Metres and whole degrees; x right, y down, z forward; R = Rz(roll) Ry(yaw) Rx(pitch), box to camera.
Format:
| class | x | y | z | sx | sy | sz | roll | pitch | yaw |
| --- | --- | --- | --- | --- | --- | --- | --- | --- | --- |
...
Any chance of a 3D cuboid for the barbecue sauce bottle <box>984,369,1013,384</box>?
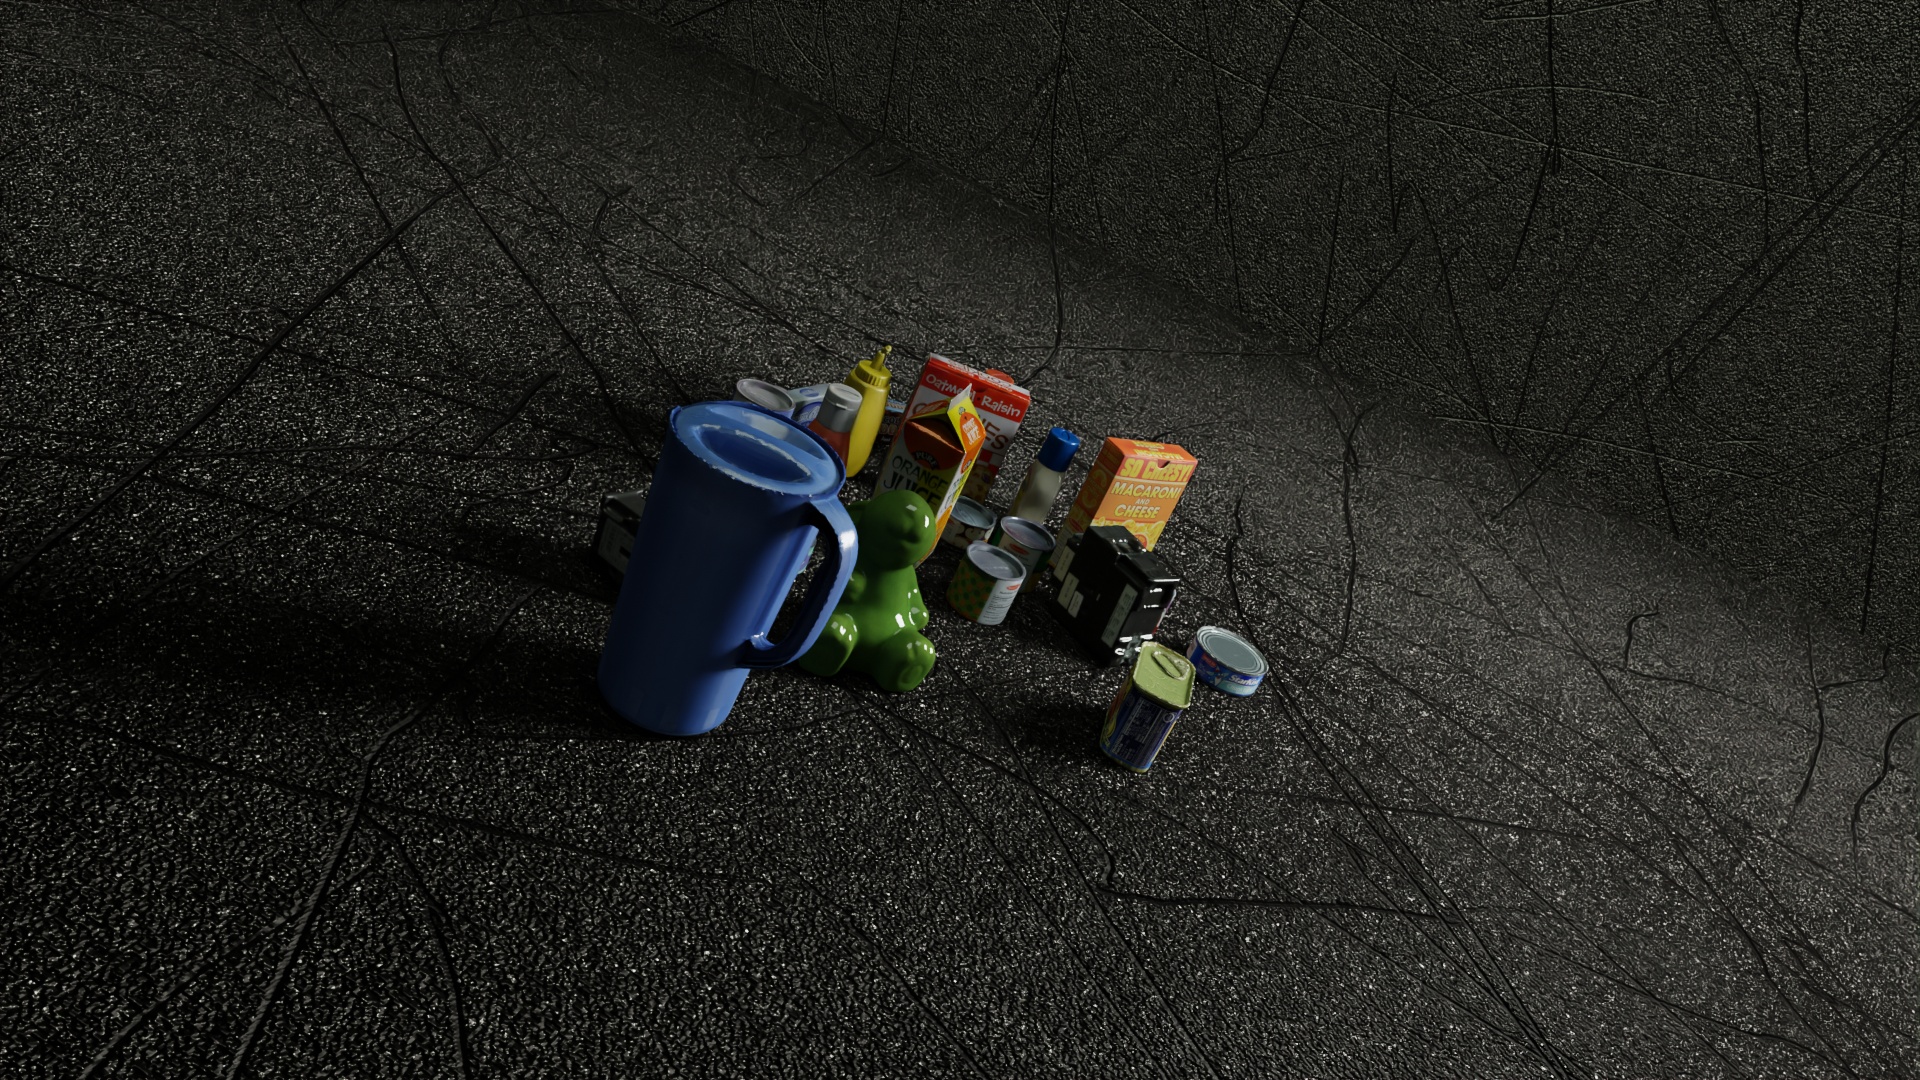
| class | x | y | z | sx | sy | sz | roll | pitch | yaw |
| --- | --- | --- | --- | --- | --- | --- | --- | --- | --- |
| barbecue sauce bottle | 0.018 | -0.130 | 1.650 | 0.044 | 0.148 | 0.065 | 40 | 29 | 31 |

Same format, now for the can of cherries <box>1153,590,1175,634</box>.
| class | x | y | z | sx | sy | sz | roll | pitch | yaw |
| --- | --- | --- | --- | --- | --- | --- | --- | --- | --- |
| can of cherries | 0.195 | 0.069 | 1.524 | 0.071 | 0.058 | 0.072 | 20 | 25 | -10 |

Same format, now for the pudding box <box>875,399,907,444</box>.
| class | x | y | z | sx | sy | sz | roll | pitch | yaw |
| --- | --- | --- | --- | --- | --- | --- | --- | --- | --- |
| pudding box | -0.087 | -0.146 | 1.701 | 0.084 | 0.049 | 0.030 | 13 | 27 | -24 |

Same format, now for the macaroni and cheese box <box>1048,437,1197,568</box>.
| class | x | y | z | sx | sy | sz | roll | pitch | yaw |
| --- | --- | --- | --- | --- | --- | --- | --- | --- | --- |
| macaroni and cheese box | 0.185 | -0.033 | 1.589 | 0.124 | 0.165 | 0.040 | 2 | 33 | -40 |

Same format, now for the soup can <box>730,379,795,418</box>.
| class | x | y | z | sx | sy | sz | roll | pitch | yaw |
| --- | --- | --- | --- | --- | --- | --- | --- | --- | --- |
| soup can | -0.220 | -0.121 | 1.491 | 0.071 | 0.083 | 0.071 | 20 | 25 | -10 |

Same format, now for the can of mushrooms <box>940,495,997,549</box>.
| class | x | y | z | sx | sy | sz | roll | pitch | yaw |
| --- | --- | --- | --- | --- | --- | --- | --- | --- | --- |
| can of mushrooms | 0.006 | -0.020 | 1.556 | 0.071 | 0.033 | 0.071 | 20 | 25 | -10 |

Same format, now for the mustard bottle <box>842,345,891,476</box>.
| class | x | y | z | sx | sy | sz | roll | pitch | yaw |
| --- | --- | --- | --- | --- | --- | --- | --- | --- | --- |
| mustard bottle | -0.114 | -0.150 | 1.553 | 0.049 | 0.159 | 0.065 | 3 | 32 | -39 |

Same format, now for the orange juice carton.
| class | x | y | z | sx | sy | sz | roll | pitch | yaw |
| --- | --- | --- | --- | --- | --- | --- | --- | --- | --- |
| orange juice carton | -0.035 | -0.071 | 1.430 | 0.073 | 0.191 | 0.072 | 28 | 25 | 8 |

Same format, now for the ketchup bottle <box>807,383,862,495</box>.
| class | x | y | z | sx | sy | sz | roll | pitch | yaw |
| --- | --- | --- | --- | --- | --- | --- | --- | --- | --- |
| ketchup bottle | -0.143 | -0.087 | 1.417 | 0.065 | 0.148 | 0.044 | 20 | 25 | -11 |

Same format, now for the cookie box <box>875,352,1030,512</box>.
| class | x | y | z | sx | sy | sz | roll | pitch | yaw |
| --- | --- | --- | --- | --- | --- | --- | --- | --- | --- |
| cookie box | -0.010 | -0.113 | 1.567 | 0.123 | 0.166 | 0.040 | 20 | 25 | -10 |

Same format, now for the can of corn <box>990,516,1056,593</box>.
| class | x | y | z | sx | sy | sz | roll | pitch | yaw |
| --- | --- | --- | --- | --- | --- | --- | --- | --- | --- |
| can of corn | 0.064 | 0.015 | 1.512 | 0.071 | 0.058 | 0.071 | 20 | 25 | -10 |

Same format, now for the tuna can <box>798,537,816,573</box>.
| class | x | y | z | sx | sy | sz | roll | pitch | yaw |
| --- | --- | --- | --- | --- | --- | --- | --- | --- | --- |
| tuna can | -0.175 | 0.002 | 1.349 | 0.071 | 0.032 | 0.071 | 20 | 25 | -10 |

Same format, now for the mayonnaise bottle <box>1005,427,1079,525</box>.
| class | x | y | z | sx | sy | sz | roll | pitch | yaw |
| --- | --- | --- | --- | --- | --- | --- | --- | --- | --- |
| mayonnaise bottle | 0.088 | -0.056 | 1.566 | 0.041 | 0.147 | 0.065 | 21 | 25 | -8 |

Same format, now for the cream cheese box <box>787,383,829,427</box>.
| class | x | y | z | sx | sy | sz | roll | pitch | yaw |
| --- | --- | --- | --- | --- | --- | --- | --- | --- | --- |
| cream cheese box | -0.186 | -0.150 | 1.614 | 0.024 | 0.053 | 0.104 | 34 | 26 | 19 |

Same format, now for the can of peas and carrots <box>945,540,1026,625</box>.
| class | x | y | z | sx | sy | sz | roll | pitch | yaw |
| --- | --- | --- | --- | --- | --- | --- | --- | --- | --- |
| can of peas and carrots | 0.024 | 0.043 | 1.419 | 0.071 | 0.058 | 0.071 | 20 | 25 | -10 |
